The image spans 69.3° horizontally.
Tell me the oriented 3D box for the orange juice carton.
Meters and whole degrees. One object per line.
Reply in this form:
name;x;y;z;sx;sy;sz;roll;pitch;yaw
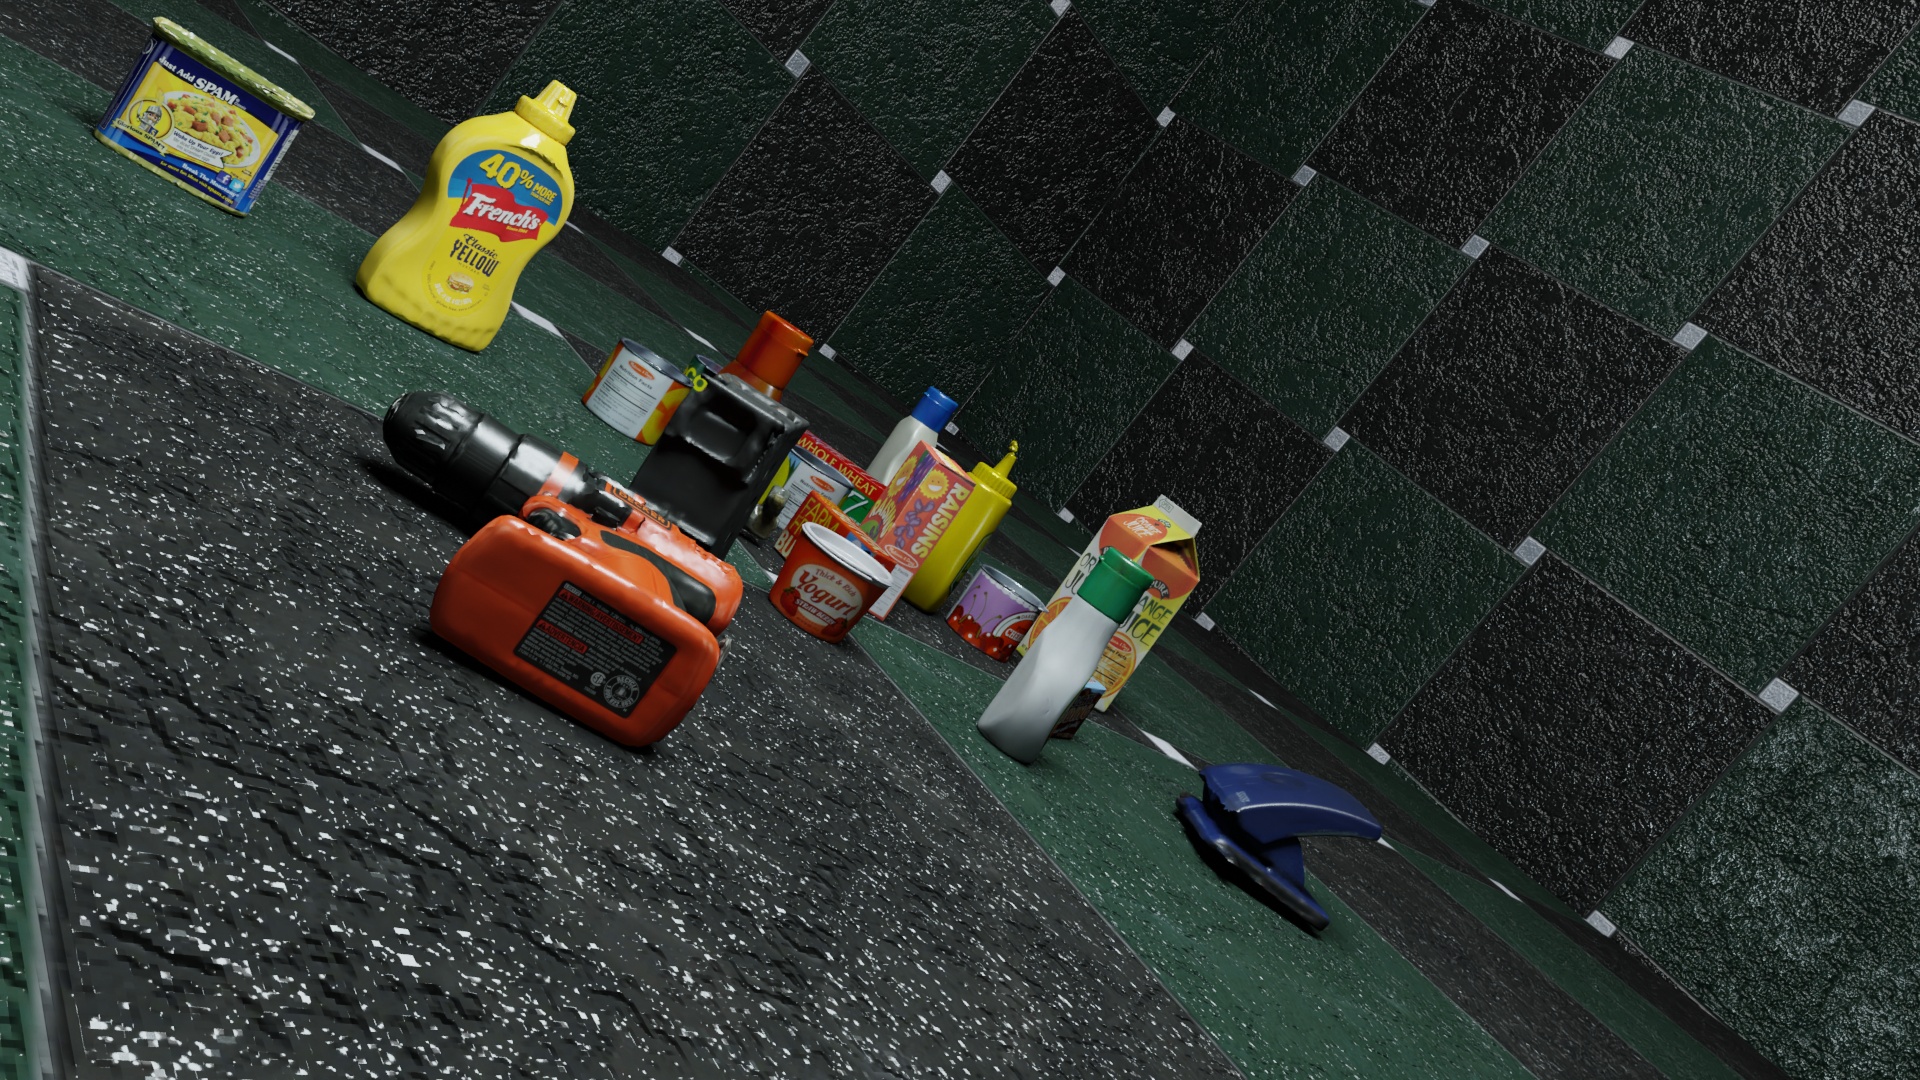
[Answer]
orange juice carton;0.143;0.050;1.248;0.073;0.192;0.072;31;7;-31

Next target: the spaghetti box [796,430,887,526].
spaghetti box;-0.116;-0.052;1.325;0.250;0.050;0.029;35;6;7

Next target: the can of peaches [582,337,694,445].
can of peaches;-0.249;-0.115;1.075;0.071;0.058;0.071;34;6;-4

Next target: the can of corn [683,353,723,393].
can of corn;-0.230;-0.128;1.268;0.071;0.058;0.071;34;6;-4

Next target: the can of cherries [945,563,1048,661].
can of cherries;0.031;0.063;1.184;0.071;0.058;0.071;34;6;-4

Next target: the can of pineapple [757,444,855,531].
can of pineapple;-0.129;-0.039;1.126;0.071;0.058;0.071;34;6;-4

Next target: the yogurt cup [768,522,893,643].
yogurt cup;-0.085;0.028;0.879;0.072;0.054;0.072;34;6;-4

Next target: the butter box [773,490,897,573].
butter box;-0.091;0.010;0.986;0.024;0.053;0.104;29;8;-42

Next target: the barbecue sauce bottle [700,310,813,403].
barbecue sauce bottle;-0.149;-0.076;0.890;0.044;0.148;0.065;37;6;20

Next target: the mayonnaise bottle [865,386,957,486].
mayonnaise bottle;-0.058;-0.093;1.475;0.041;0.148;0.065;31;7;-30

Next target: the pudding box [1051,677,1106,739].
pudding box;0.071;0.118;1.026;0.030;0.049;0.083;38;7;26

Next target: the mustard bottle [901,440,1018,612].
mustard bottle;0.004;-0.015;1.163;0.049;0.160;0.065;35;6;4

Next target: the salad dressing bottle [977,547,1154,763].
salad dressing bottle;0.070;0.074;0.905;0.044;0.147;0.064;34;6;-5

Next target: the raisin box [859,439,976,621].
raisin box;-0.044;-0.010;1.051;0.040;0.123;0.086;33;6;-16
